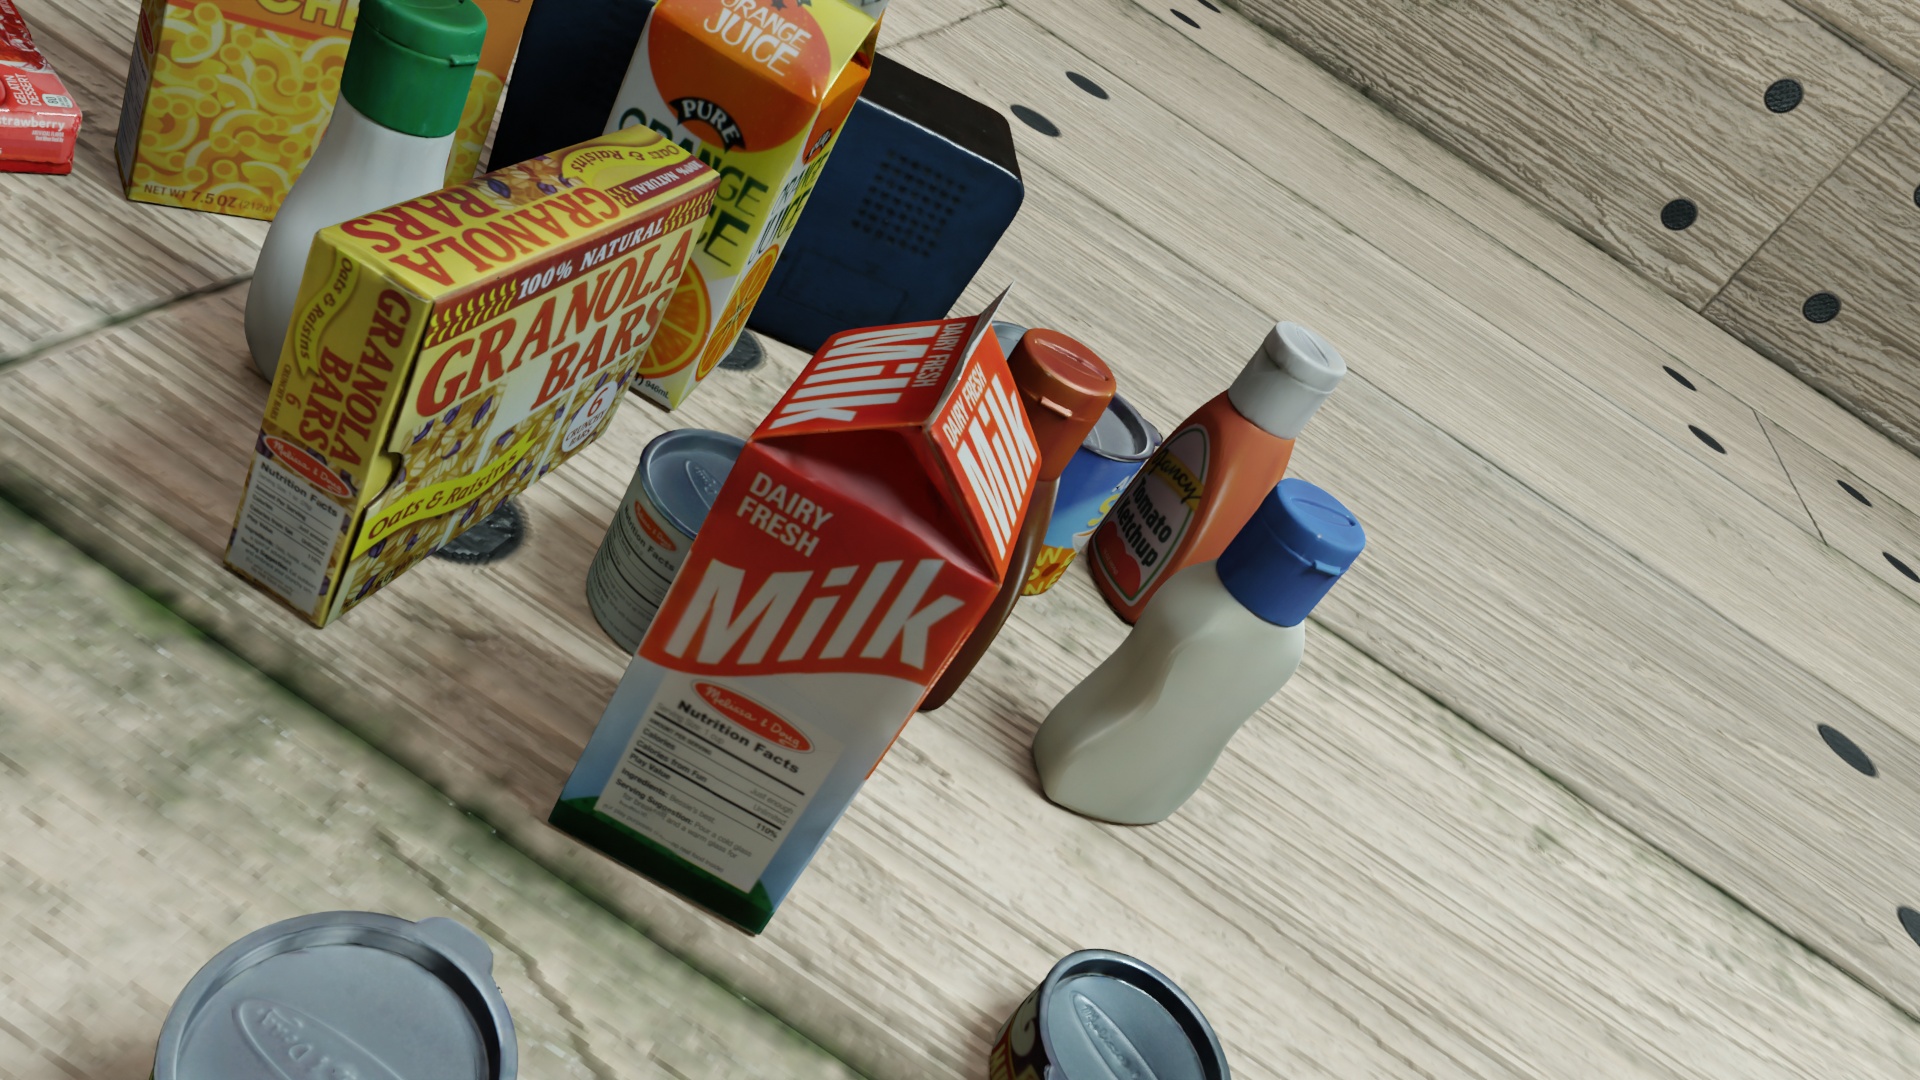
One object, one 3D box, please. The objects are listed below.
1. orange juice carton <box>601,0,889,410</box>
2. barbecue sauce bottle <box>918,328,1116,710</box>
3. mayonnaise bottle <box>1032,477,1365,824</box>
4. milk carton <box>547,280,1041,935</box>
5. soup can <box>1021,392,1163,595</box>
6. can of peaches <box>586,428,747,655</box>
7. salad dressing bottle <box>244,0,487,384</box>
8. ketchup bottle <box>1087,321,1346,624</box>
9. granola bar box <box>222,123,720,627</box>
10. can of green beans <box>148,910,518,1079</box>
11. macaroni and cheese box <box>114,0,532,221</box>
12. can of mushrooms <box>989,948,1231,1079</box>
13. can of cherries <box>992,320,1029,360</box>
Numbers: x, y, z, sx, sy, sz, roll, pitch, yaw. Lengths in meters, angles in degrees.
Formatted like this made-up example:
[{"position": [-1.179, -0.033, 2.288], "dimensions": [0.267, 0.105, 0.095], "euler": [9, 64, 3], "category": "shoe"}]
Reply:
[{"position": [-0.099, -0.155, 0.564], "dimensions": [0.072, 0.191, 0.073], "euler": [31, 31, -4], "category": "orange juice carton"}, {"position": [0.002, -0.006, 0.492], "dimensions": [0.065, 0.147, 0.044], "euler": [27, 32, -11], "category": "barbecue sauce bottle"}, {"position": [0.087, 0.043, 0.501], "dimensions": [0.065, 0.147, 0.041], "euler": [16, 35, -26], "category": "mayonnaise bottle"}, {"position": [-0.038, 0.015, 0.387], "dimensions": [0.073, 0.189, 0.073], "euler": [30, 31, -5], "category": "milk carton"}, {"position": [0.038, -0.026, 0.614], "dimensions": [0.071, 0.083, 0.072], "euler": [23, 32, -16], "category": "soup can"}, {"position": [-0.088, 0.004, 0.484], "dimensions": [0.071, 0.057, 0.071], "euler": [23, 33, -16], "category": "can of peaches"}, {"position": [-0.196, -0.113, 0.462], "dimensions": [0.044, 0.147, 0.064], "euler": [38, 31, 8], "category": "salad dressing bottle"}, {"position": [0.115, -0.030, 0.626], "dimensions": [0.043, 0.148, 0.065], "euler": [12, 37, -32], "category": "ketchup bottle"}, {"position": [-0.151, -0.060, 0.452], "dimensions": [0.039, 0.123, 0.166], "euler": [34, 31, 1], "category": "granola bar box"}, {"position": [-0.132, 0.120, 0.284], "dimensions": [0.071, 0.057, 0.071], "euler": [23, 33, -16], "category": "can of green beans"}, {"position": [-0.234, -0.197, 0.526], "dimensions": [0.124, 0.165, 0.040], "euler": [1, 44, -42], "category": "macaroni and cheese box"}, {"position": [0.043, 0.159, 0.411], "dimensions": [0.071, 0.033, 0.071], "euler": [23, 33, -16], "category": "can of mushrooms"}, {"position": [0.022, -0.063, 0.676], "dimensions": [0.071, 0.058, 0.072], "euler": [23, 33, -16], "category": "can of cherries"}]
